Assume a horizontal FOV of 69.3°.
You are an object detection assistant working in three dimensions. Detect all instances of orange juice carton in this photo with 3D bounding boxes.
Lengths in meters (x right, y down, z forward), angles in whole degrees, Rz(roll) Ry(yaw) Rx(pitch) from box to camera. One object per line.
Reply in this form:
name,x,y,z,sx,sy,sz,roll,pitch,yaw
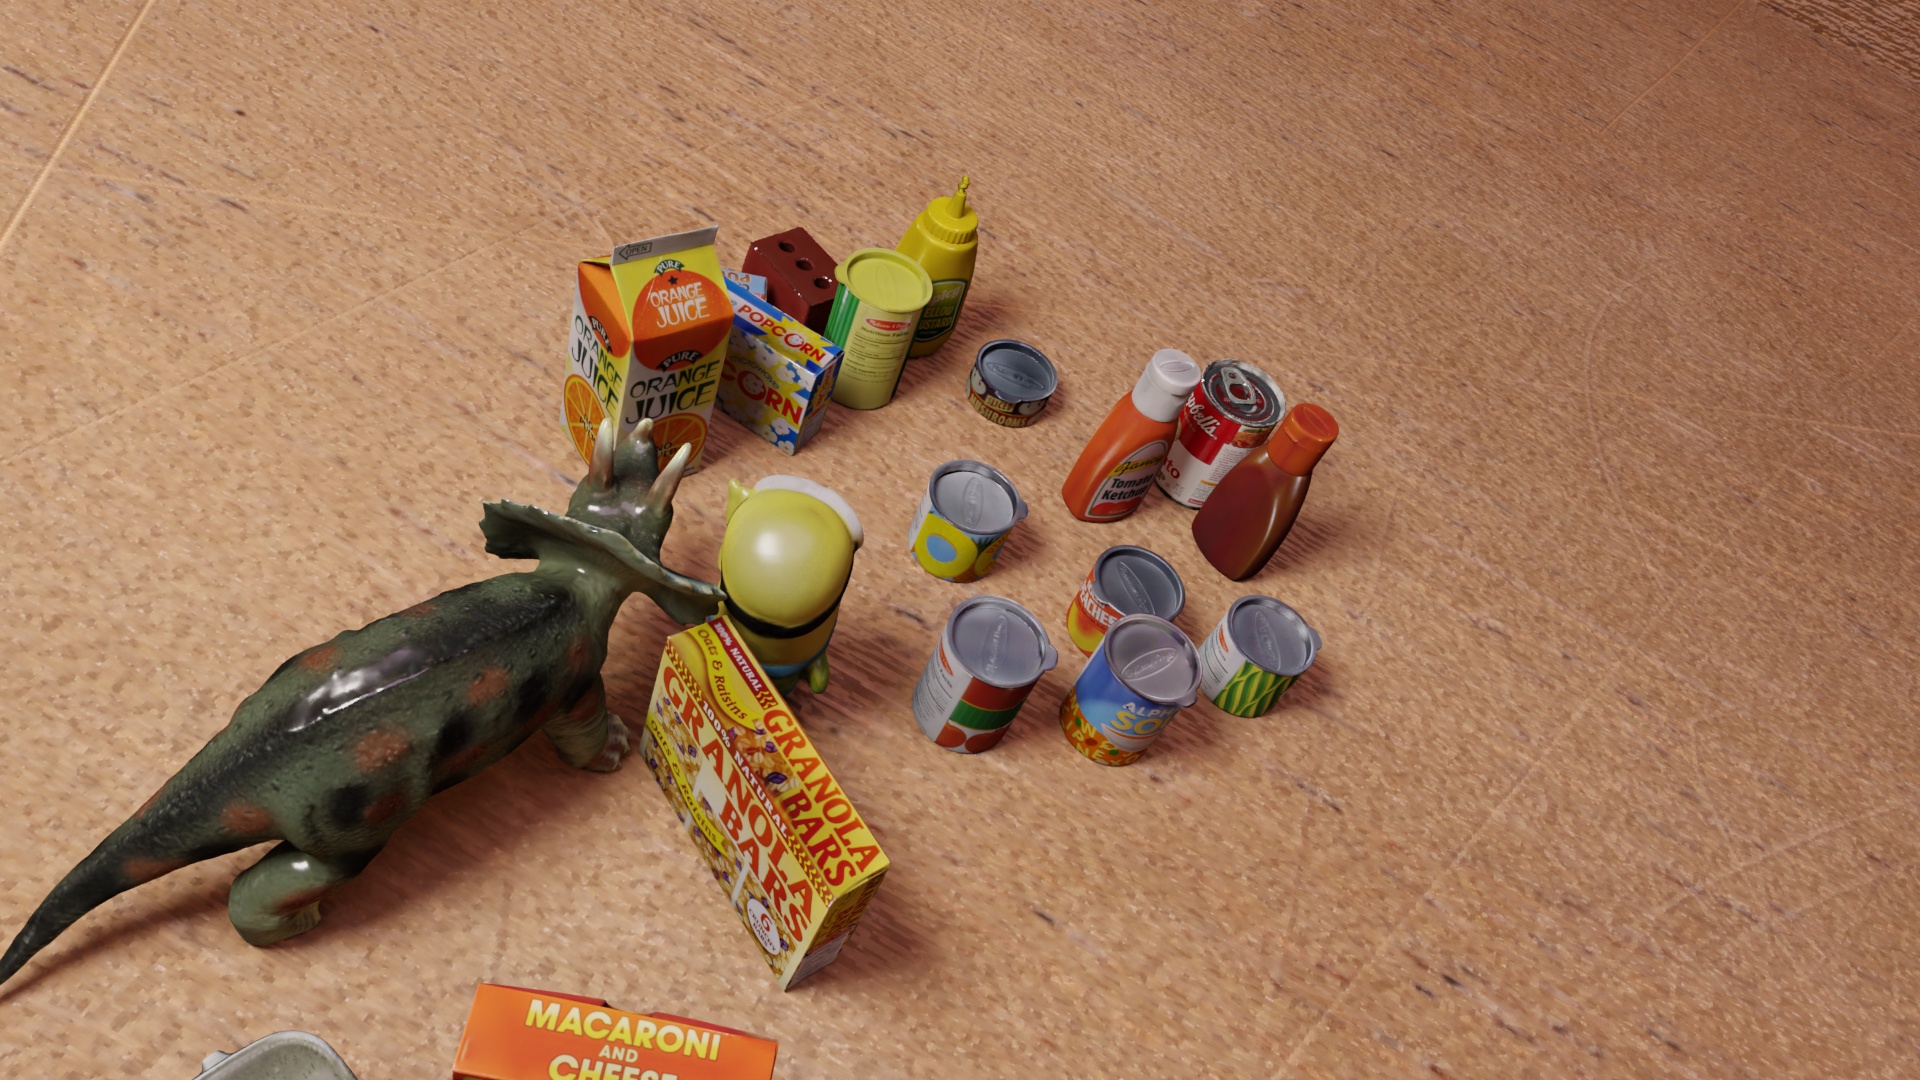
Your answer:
orange juice carton,-0.198,-0.120,0.879,0.072,0.191,0.073,-21,62,-34

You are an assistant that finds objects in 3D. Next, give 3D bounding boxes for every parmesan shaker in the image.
parmesan shaker,-0.069,-0.154,1.019,0.071,0.102,0.072,11,49,-13

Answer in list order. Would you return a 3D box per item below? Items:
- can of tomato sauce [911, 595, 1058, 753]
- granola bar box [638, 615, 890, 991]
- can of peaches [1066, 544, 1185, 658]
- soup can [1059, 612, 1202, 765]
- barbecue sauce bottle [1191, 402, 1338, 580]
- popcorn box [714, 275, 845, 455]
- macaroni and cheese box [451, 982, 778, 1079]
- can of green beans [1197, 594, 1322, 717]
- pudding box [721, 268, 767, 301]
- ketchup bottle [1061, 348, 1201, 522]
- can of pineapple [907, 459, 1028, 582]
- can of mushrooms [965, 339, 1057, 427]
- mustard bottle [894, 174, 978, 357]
can of tomato sauce,0.013,0.085,0.866,0.071,0.082,0.071,11,49,-13
granola bar box,-0.109,0.140,0.744,0.039,0.123,0.166,-22,63,-34
can of peaches,0.110,0.046,0.953,0.071,0.057,0.071,11,49,-13
soup can,0.109,0.099,0.892,0.071,0.083,0.072,11,49,-13
barbecue sauce bottle,0.222,-0.037,1.005,0.044,0.147,0.065,-17,60,-32
popcorn box,-0.151,-0.128,0.977,0.127,0.084,0.038,33,48,6
macaroni and cheese box,-0.157,0.250,0.606,0.124,0.165,0.040,15,48,-10
can of green beans,0.203,0.081,0.961,0.071,0.057,0.071,11,49,-13
pudding box,-0.188,-0.176,1.026,0.084,0.049,0.030,8,50,-15
ketchup bottle,0.125,-0.074,0.998,0.065,0.148,0.044,-9,56,-28
can of pineapple,0.003,-0.012,0.960,0.071,0.057,0.071,11,49,-13
can of mushrooms,0.038,-0.121,1.080,0.071,0.033,0.071,11,49,-13
mustard bottle,-0.021,-0.207,1.043,0.065,0.159,0.049,-12,58,-29
